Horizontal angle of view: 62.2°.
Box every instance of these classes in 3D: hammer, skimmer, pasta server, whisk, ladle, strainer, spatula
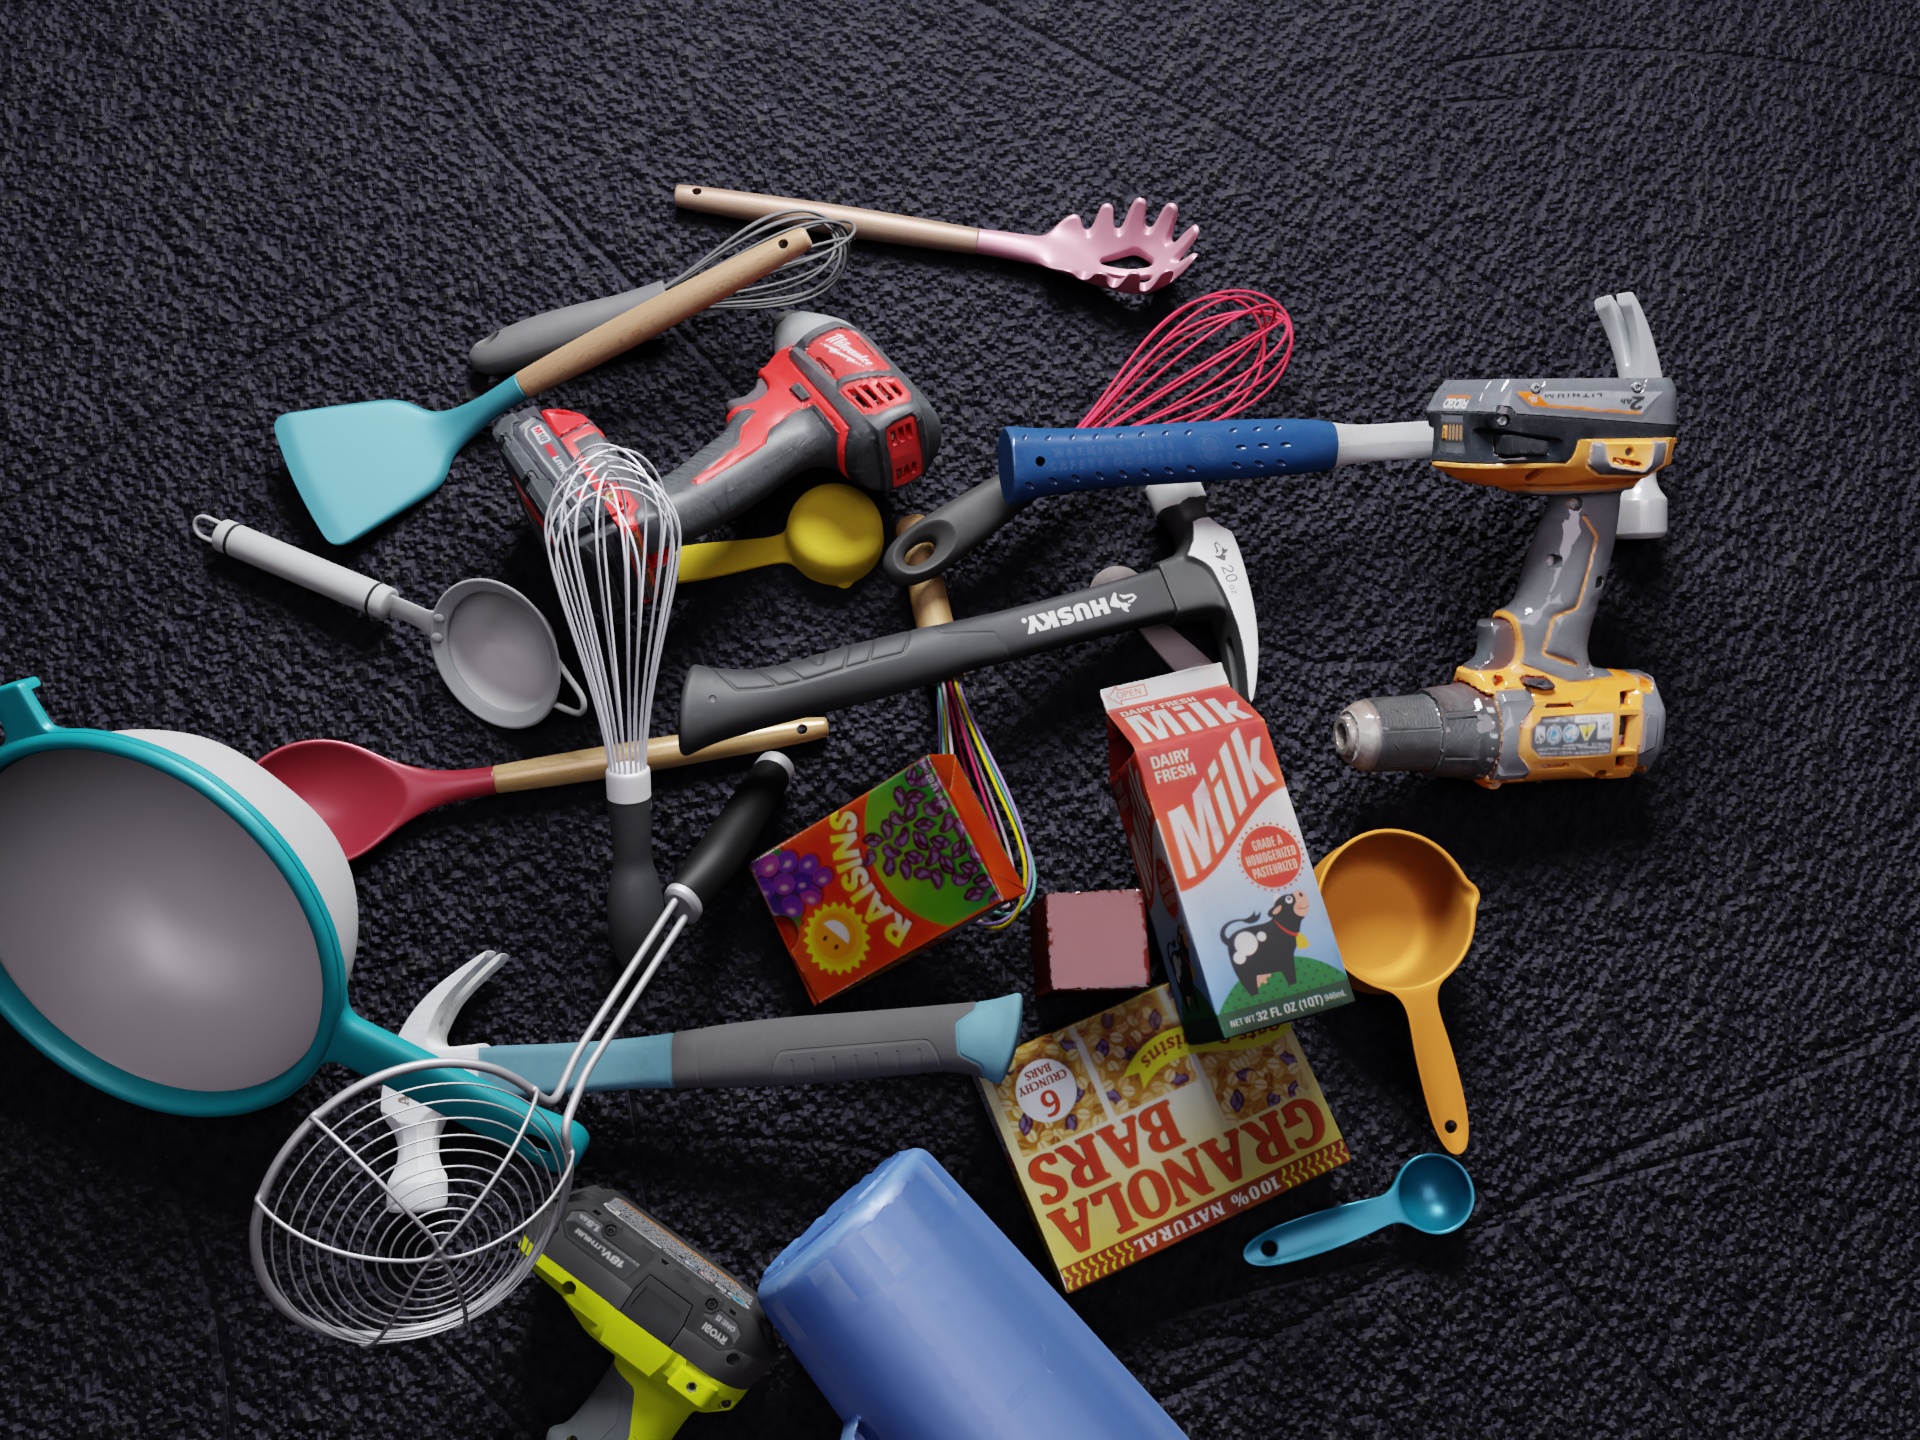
[{"bbox_3d":[-0.132,0.174,0.812,0.331,0.033,0.128,-5,77,4],"label":"hammer"},{"bbox_3d":[-0.182,0.127,0.755,0.090,0.127,0.363,-7,31,24],"label":"skimmer"},{"bbox_3d":[-0.016,-0.300,0.963,0.316,0.040,0.060,8,64,-2],"label":"pasta server"},{"bbox_3d":[-0.170,0.002,0.808,0.070,0.070,0.284,-1,109,-5],"label":"whisk"},{"bbox_3d":[0.000,-0.004,0.889,0.051,0.047,0.245,-7,73,-17],"label":"whisk"},{"bbox_3d":[-0.228,0.027,0.870,0.315,0.031,0.069,-9,86,-9],"label":"ladle"},{"bbox_3d":[0.008,-0.036,0.863,0.334,0.035,0.146,-15,74,-18],"label":"hammer"},{"bbox_3d":[-0.325,0.114,0.791,0.340,0.095,0.211,28,117,-2],"label":"strainer"},{"bbox_3d":[0.221,-0.163,0.905,0.405,0.035,0.144,-5,98,-12],"label":"hammer"},{"bbox_3d":[-0.173,-0.248,0.930,0.239,0.055,0.055,-19,78,-2],"label":"whisk"},{"bbox_3d":[0.077,-0.163,0.918,0.296,0.073,0.073,-35,82,-13],"label":"whisk"},{"bbox_3d":[-0.227,-0.201,0.896,0.317,0.044,0.082,-27,86,5],"label":"spatula"},{"bbox_3d":[-0.311,-0.065,0.879,0.258,0.050,0.086,22,119,6],"label":"strainer"}]

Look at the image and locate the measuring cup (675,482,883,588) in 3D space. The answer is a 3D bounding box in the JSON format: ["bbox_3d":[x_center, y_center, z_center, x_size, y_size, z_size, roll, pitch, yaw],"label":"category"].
[{"bbox_3d":[-0.120,-0.100,0.907,0.156,0.029,0.062,-11,77,-10],"label":"measuring cup"}]

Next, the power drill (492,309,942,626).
[{"bbox_3d":[-0.135,-0.156,0.888,0.219,0.078,0.143,-28,55,-16],"label":"power drill"}]

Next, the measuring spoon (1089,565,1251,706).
[{"bbox_3d":[0.124,-0.044,0.920,0.034,0.018,0.124,-43,81,-13],"label":"measuring spoon"}]

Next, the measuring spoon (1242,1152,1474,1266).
[{"bbox_3d":[0.212,0.267,0.856,0.128,0.021,0.042,-18,79,0],"label":"measuring spoon"}]

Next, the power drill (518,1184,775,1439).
[{"bbox_3d":[-0.217,0.346,0.768,0.190,0.080,0.228,35,79,3],"label":"power drill"}]

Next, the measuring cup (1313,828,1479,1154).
[{"bbox_3d":[0.240,0.147,0.867,0.095,0.052,0.174,-11,79,-7],"label":"measuring cup"}]

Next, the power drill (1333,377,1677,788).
[{"bbox_3d":[0.299,-0.073,0.877,0.185,0.084,0.226,-3,102,-11],"label":"power drill"}]
